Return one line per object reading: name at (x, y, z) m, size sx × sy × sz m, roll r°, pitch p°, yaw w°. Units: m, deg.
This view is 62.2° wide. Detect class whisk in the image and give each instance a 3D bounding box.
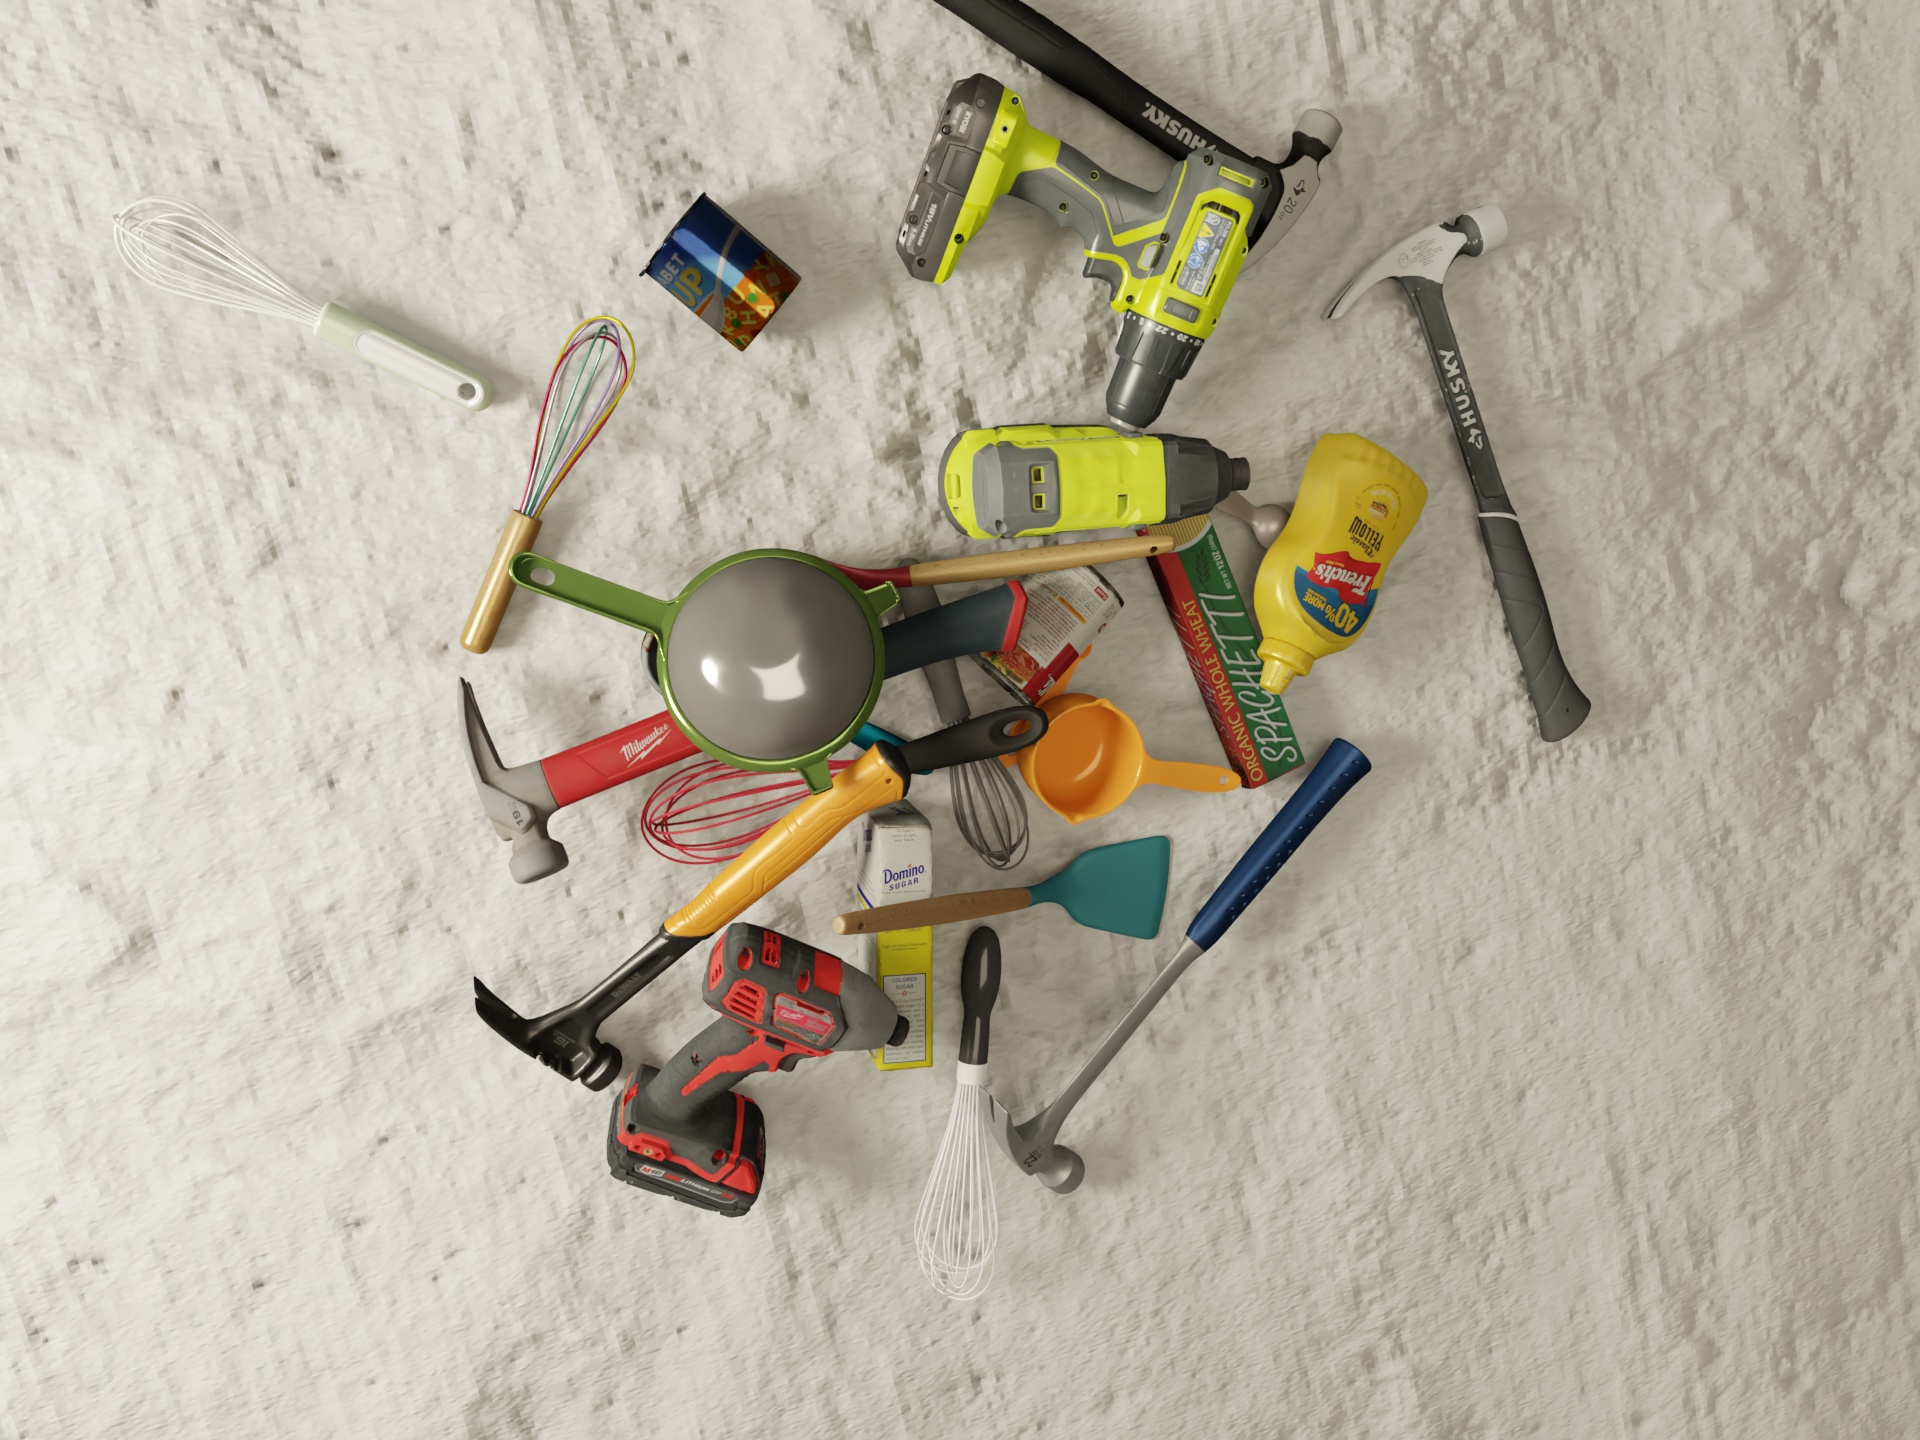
whisk at (-0.001, -0.004, 1.152) m, size 0.055 × 0.055 × 0.239 m, roll -19°, pitch 98°, yaw -8°
whisk at (-0.418, -0.262, 1.022) m, size 0.246 × 0.059 × 0.058 m, roll 25°, pitch 105°, yaw -19°
whisk at (-0.081, 0.038, 1.113) m, size 0.296 × 0.073 × 0.073 m, roll -15°, pitch 102°, yaw -1°
whisk at (-0.280, -0.157, 1.070) m, size 0.047 × 0.051 × 0.245 m, roll 22°, pitch 97°, yaw -20°
whisk at (0.005, 0.295, 1.196) m, size 0.070 × 0.070 × 0.284 m, roll 4°, pitch 93°, yaw -13°

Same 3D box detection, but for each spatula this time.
spatula at (0.036, 0.129, 1.125) m, size 0.317 × 0.044 × 0.082 m, roll -2°, pitch 102°, yaw -47°

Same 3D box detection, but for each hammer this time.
hammer at (0.168, 0.175, 1.198) m, size 0.405 × 0.035 × 0.143 m, roll -50°, pitch 136°, yaw -5°
hammer at (0.099, -0.437, 1.109) m, size 0.334 × 0.035 × 0.146 m, roll 28°, pitch 91°, yaw -14°
hammer at (0.401, -0.172, 1.215) m, size 0.149 × 0.036 × 0.408 m, roll -24°, pitch 103°, yaw -6°
hammer at (-0.174, 0.123, 1.085) m, size 0.337 × 0.034 × 0.127 m, roll -39°, pitch 126°, yaw 9°
hammer at (-0.140, -0.027, 1.073) m, size 0.386 × 0.038 × 0.143 m, roll -22°, pitch 85°, yaw -6°

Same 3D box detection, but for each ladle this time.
ladle at (-0.009, -0.104, 1.105) m, size 0.315 × 0.031 × 0.069 m, roll -7°, pitch 130°, yaw 4°

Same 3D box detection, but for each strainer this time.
strainer at (-0.172, -0.062, 1.022) m, size 0.256 × 0.069 × 0.151 m, roll 20°, pitch 81°, yaw -2°

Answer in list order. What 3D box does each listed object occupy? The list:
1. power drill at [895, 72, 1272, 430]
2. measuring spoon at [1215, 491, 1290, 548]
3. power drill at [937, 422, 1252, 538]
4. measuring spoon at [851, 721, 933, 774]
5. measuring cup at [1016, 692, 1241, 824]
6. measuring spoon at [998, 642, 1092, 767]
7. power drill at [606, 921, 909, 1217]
power drill at (0.076, -0.319, 1.085) m, size 0.228 × 0.080 × 0.190 m, roll 19°, pitch 109°, yaw -9°
measuring spoon at (0.202, -0.161, 1.163) m, size 0.124 × 0.018 × 0.034 m, roll 24°, pitch 74°, yaw -31°
power drill at (0.078, -0.158, 1.050) m, size 0.171 × 0.223 × 0.080 m, roll -5°, pitch 100°, yaw -11°
measuring spoon at (-0.074, 0.009, 1.148) m, size 0.128 × 0.021 × 0.042 m, roll 28°, pitch 92°, yaw -13°
measuring cup at (0.123, 0.029, 1.181) m, size 0.173 × 0.052 × 0.095 m, roll 8°, pitch 102°, yaw -22°
measuring spoon at (0.061, -0.015, 1.181) m, size 0.021 × 0.011 × 0.117 m, roll 31°, pitch 95°, yaw -27°
power drill at (-0.141, 0.239, 1.092) m, size 0.143 × 0.079 × 0.219 m, roll 25°, pitch 120°, yaw -20°
